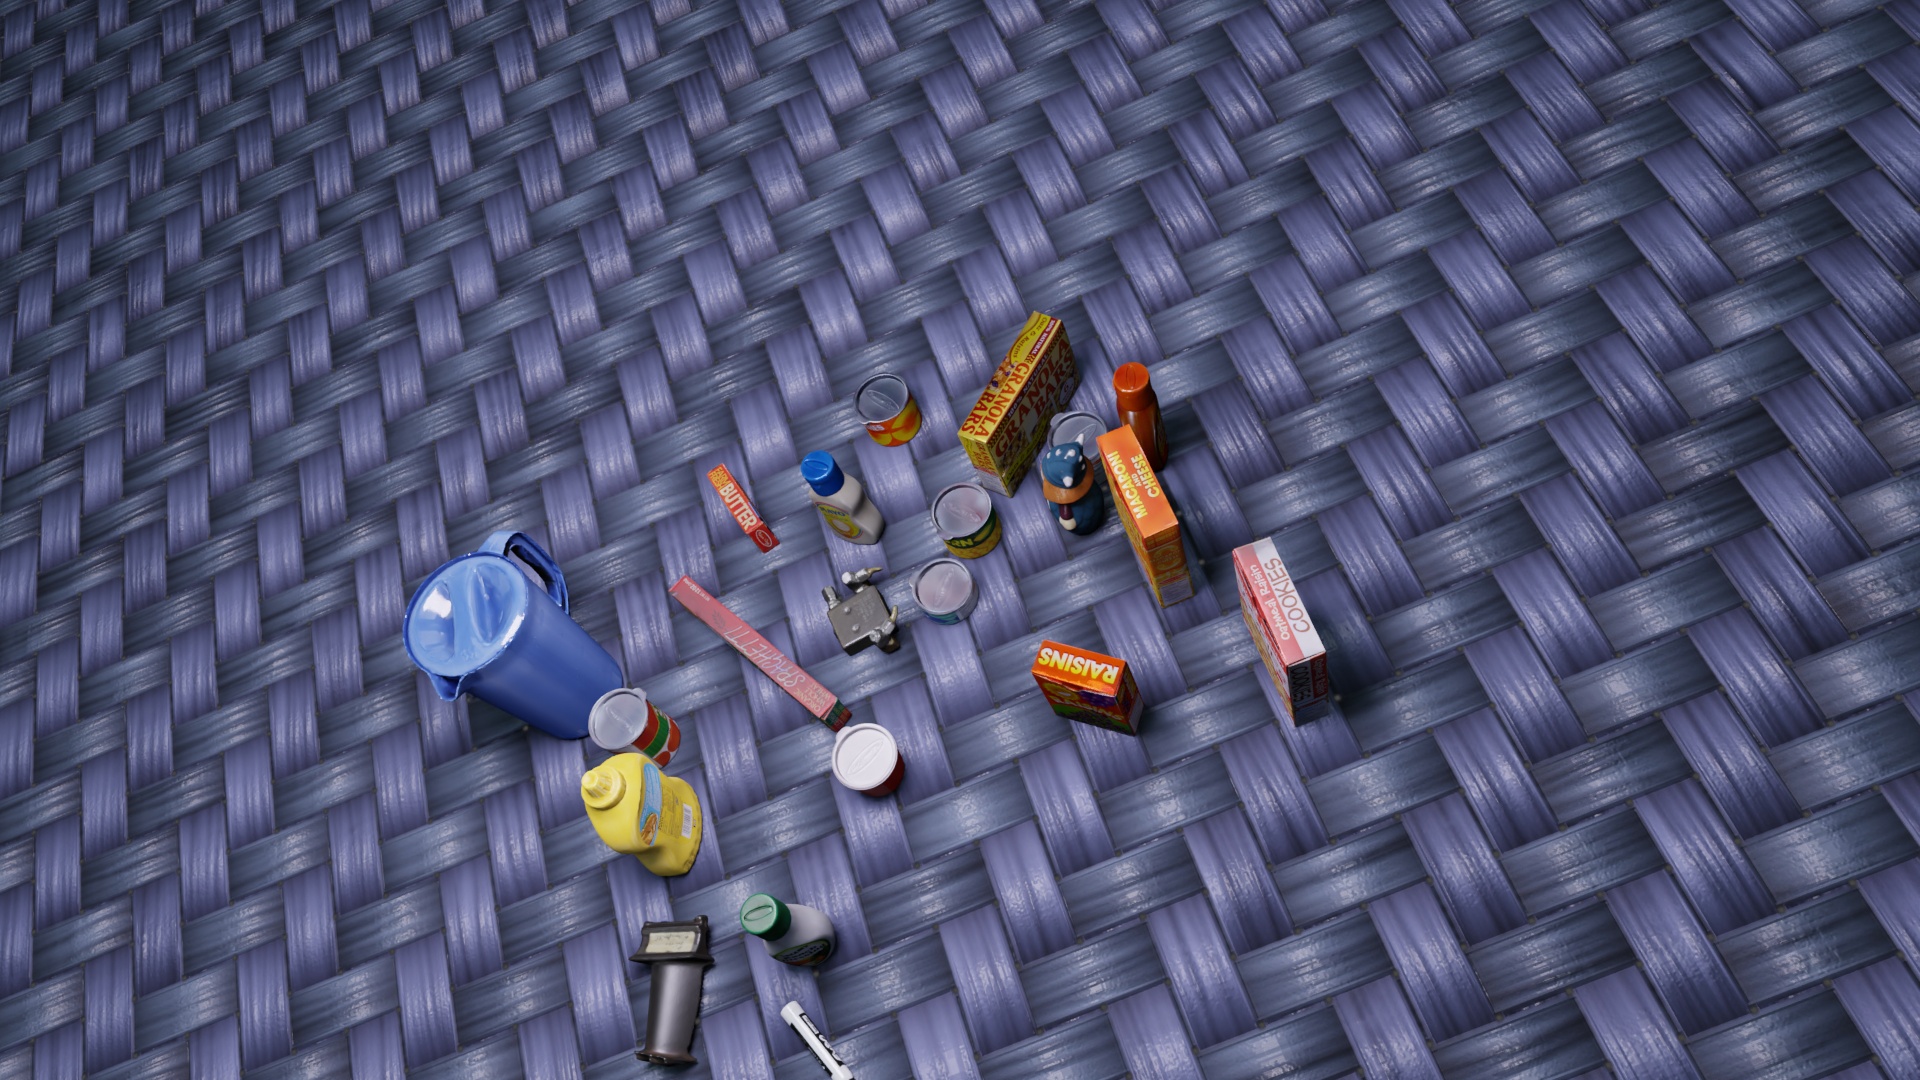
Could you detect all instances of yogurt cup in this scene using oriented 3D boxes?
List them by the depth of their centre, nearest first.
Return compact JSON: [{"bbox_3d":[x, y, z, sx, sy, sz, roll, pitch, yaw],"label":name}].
[{"bbox_3d":[-0.090,0.224,1.395,0.072,0.053,0.072,-6,62,12],"label":"yogurt cup"}]

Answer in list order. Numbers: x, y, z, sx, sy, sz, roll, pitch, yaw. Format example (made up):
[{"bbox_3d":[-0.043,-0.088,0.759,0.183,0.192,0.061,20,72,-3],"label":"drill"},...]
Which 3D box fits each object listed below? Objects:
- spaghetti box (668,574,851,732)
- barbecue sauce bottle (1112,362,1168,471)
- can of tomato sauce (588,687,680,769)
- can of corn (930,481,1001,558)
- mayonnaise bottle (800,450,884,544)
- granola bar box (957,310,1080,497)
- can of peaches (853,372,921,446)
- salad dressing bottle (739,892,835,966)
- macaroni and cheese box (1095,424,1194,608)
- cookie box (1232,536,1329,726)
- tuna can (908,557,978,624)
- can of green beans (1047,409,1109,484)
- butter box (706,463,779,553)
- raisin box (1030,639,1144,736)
[{"bbox_3d":[-0.216,0.120,1.486,0.250,0.050,0.029,35,77,27],"label":"spaghetti box"},{"bbox_3d":[0.187,-0.131,1.446,0.043,0.148,0.065,-6,63,13],"label":"barbecue sauce bottle"},{"bbox_3d":[-0.341,0.199,1.461,0.071,0.082,0.071,-6,62,13],"label":"can of tomato sauce"},{"bbox_3d":[0.005,-0.019,1.491,0.071,0.058,0.071,-6,62,12],"label":"can of corn"},{"bbox_3d":[-0.131,-0.046,1.491,0.065,0.147,0.041,14,69,22],"label":"mayonnaise bottle"},{"bbox_3d":[0.067,-0.145,1.501,0.039,0.123,0.166,23,72,25],"label":"granola bar box"},{"bbox_3d":[-0.084,-0.147,1.582,0.071,0.058,0.071,-6,62,12],"label":"can of peaches"},{"bbox_3d":[-0.162,0.361,1.291,0.064,0.147,0.044,-21,60,5],"label":"salad dressing bottle"},{"bbox_3d":[0.184,-0.021,1.380,0.040,0.166,0.124,-24,60,3],"label":"macaroni and cheese box"},{"bbox_3d":[0.298,0.088,1.292,0.040,0.167,0.123,-22,60,4],"label":"cookie box"},{"bbox_3d":[-0.018,0.054,1.475,0.071,0.032,0.071,-6,62,12],"label":"tuna can"},{"bbox_3d":[0.132,-0.098,1.497,0.071,0.057,0.071,-6,62,12],"label":"can of green beans"},{"bbox_3d":[-0.247,-0.037,1.573,0.024,0.053,0.104,-36,60,-4],"label":"butter box"},{"bbox_3d":[0.124,0.143,1.338,0.086,0.123,0.040,14,69,22],"label":"raisin box"}]
